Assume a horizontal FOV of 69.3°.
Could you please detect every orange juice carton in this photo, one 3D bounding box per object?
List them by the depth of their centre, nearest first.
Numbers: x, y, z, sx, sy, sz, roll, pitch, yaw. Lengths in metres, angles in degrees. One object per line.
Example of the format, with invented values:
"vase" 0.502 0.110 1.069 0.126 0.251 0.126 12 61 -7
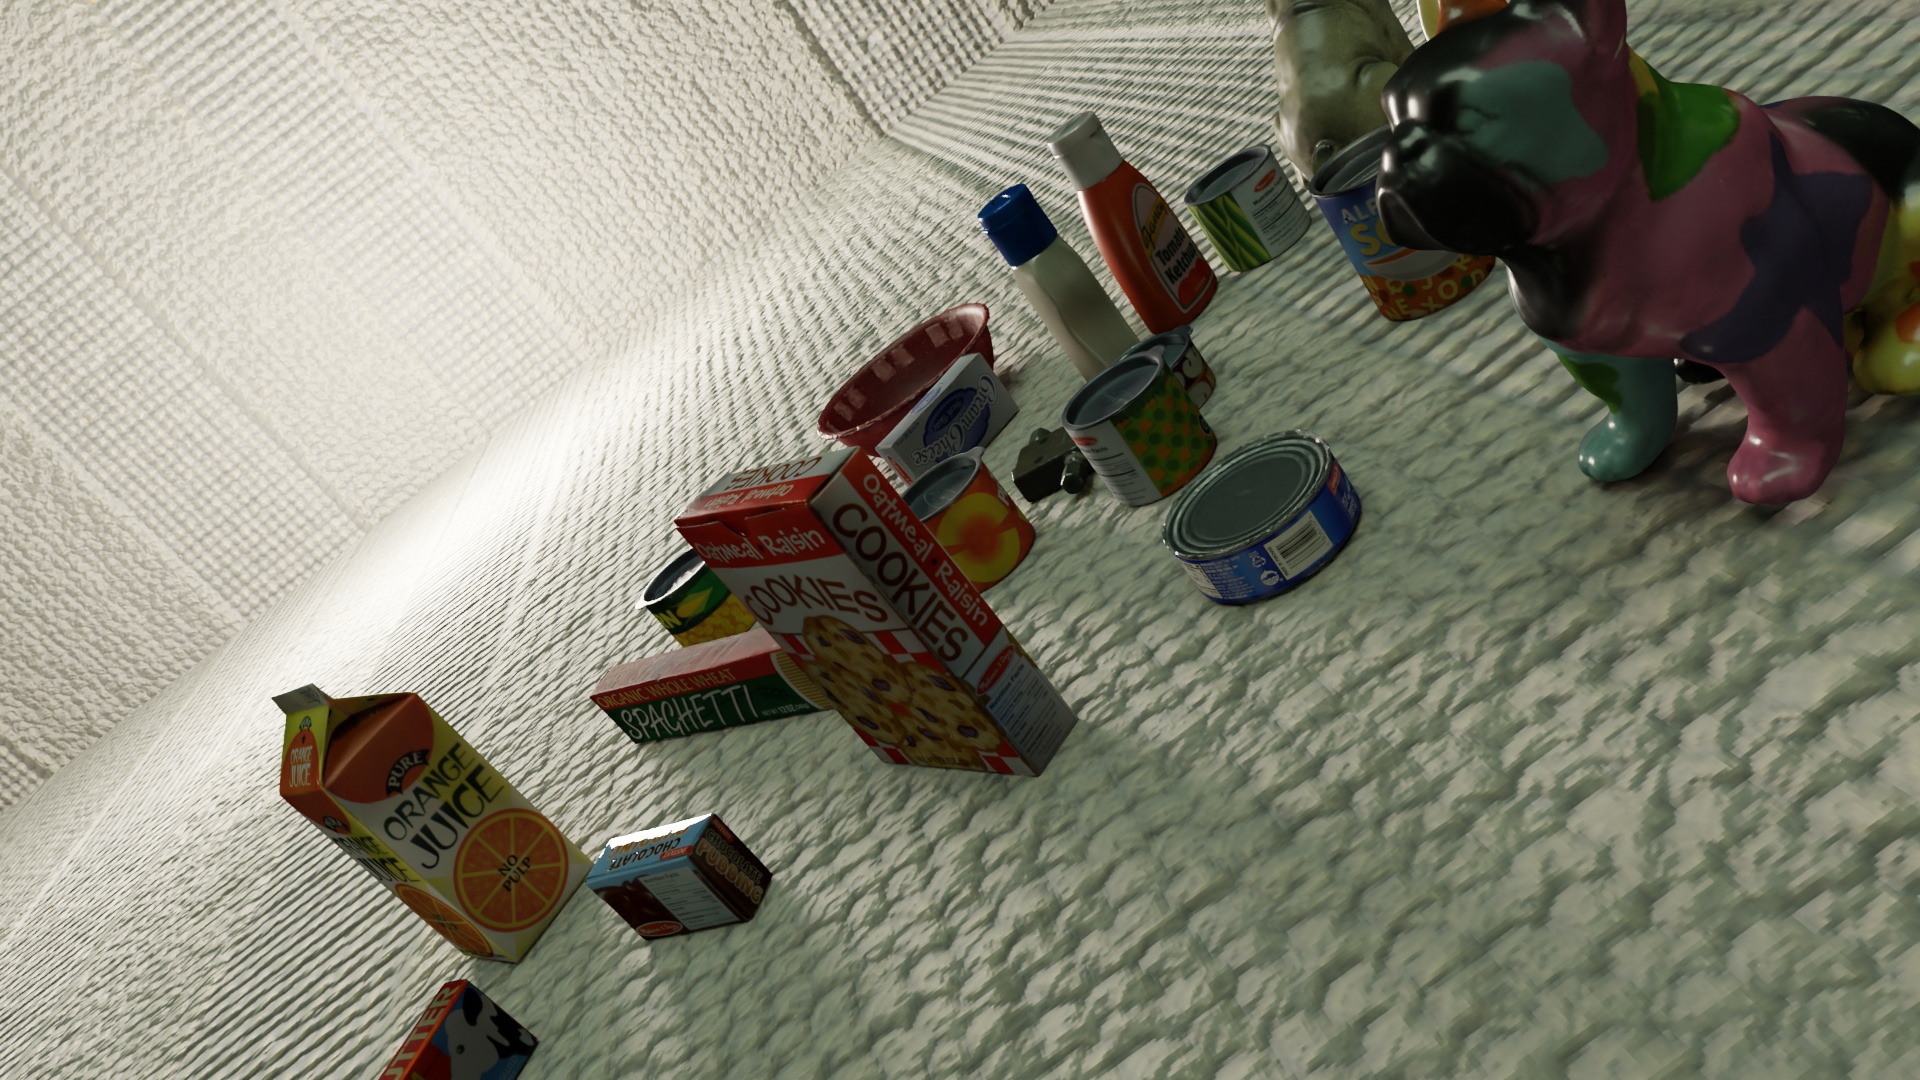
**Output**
"orange juice carton" -0.310 0.151 0.791 0.071 0.192 0.073 -14 32 46

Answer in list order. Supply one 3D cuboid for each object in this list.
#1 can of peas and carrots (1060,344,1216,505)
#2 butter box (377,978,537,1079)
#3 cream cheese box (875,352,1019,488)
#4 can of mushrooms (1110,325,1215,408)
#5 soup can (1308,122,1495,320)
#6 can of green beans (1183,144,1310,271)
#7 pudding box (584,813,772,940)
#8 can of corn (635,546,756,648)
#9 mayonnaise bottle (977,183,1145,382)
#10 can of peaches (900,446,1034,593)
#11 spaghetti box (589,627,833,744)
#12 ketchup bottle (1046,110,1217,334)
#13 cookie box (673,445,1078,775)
"can of peas and carrots" 0.100 -0.063 0.763 0.071 0.058 0.071 -32 23 15
"butter box" -0.251 0.267 0.659 0.024 0.053 0.104 -21 27 36
"cream cheese box" -0.008 -0.078 0.964 0.024 0.053 0.104 -5 39 54
"can of mushrooms" 0.118 -0.094 0.830 0.071 0.033 0.071 -32 23 15
"soup can" 0.233 -0.167 0.729 0.071 0.083 0.071 -32 22 15
"can of green beans" 0.194 -0.223 0.936 0.071 0.057 0.071 -32 23 15
"pudding box" -0.141 0.168 0.690 0.083 0.049 0.030 -21 27 36
"can of corn" -0.185 0.045 0.989 0.071 0.058 0.071 -32 23 15
"mayonnaise bottle" 0.067 -0.154 0.872 0.041 0.147 0.065 -40 22 -5
"can of peaches" 0.003 -0.010 0.809 0.071 0.058 0.071 -32 23 15
"spaghetti box" -0.142 0.087 0.851 0.249 0.050 0.029 -16 31 43
"ketchup bottle" 0.111 -0.211 0.916 0.043 0.148 0.065 -12 34 48
"cookie box" -0.041 0.037 0.638 0.122 0.167 0.040 -7 37 53
